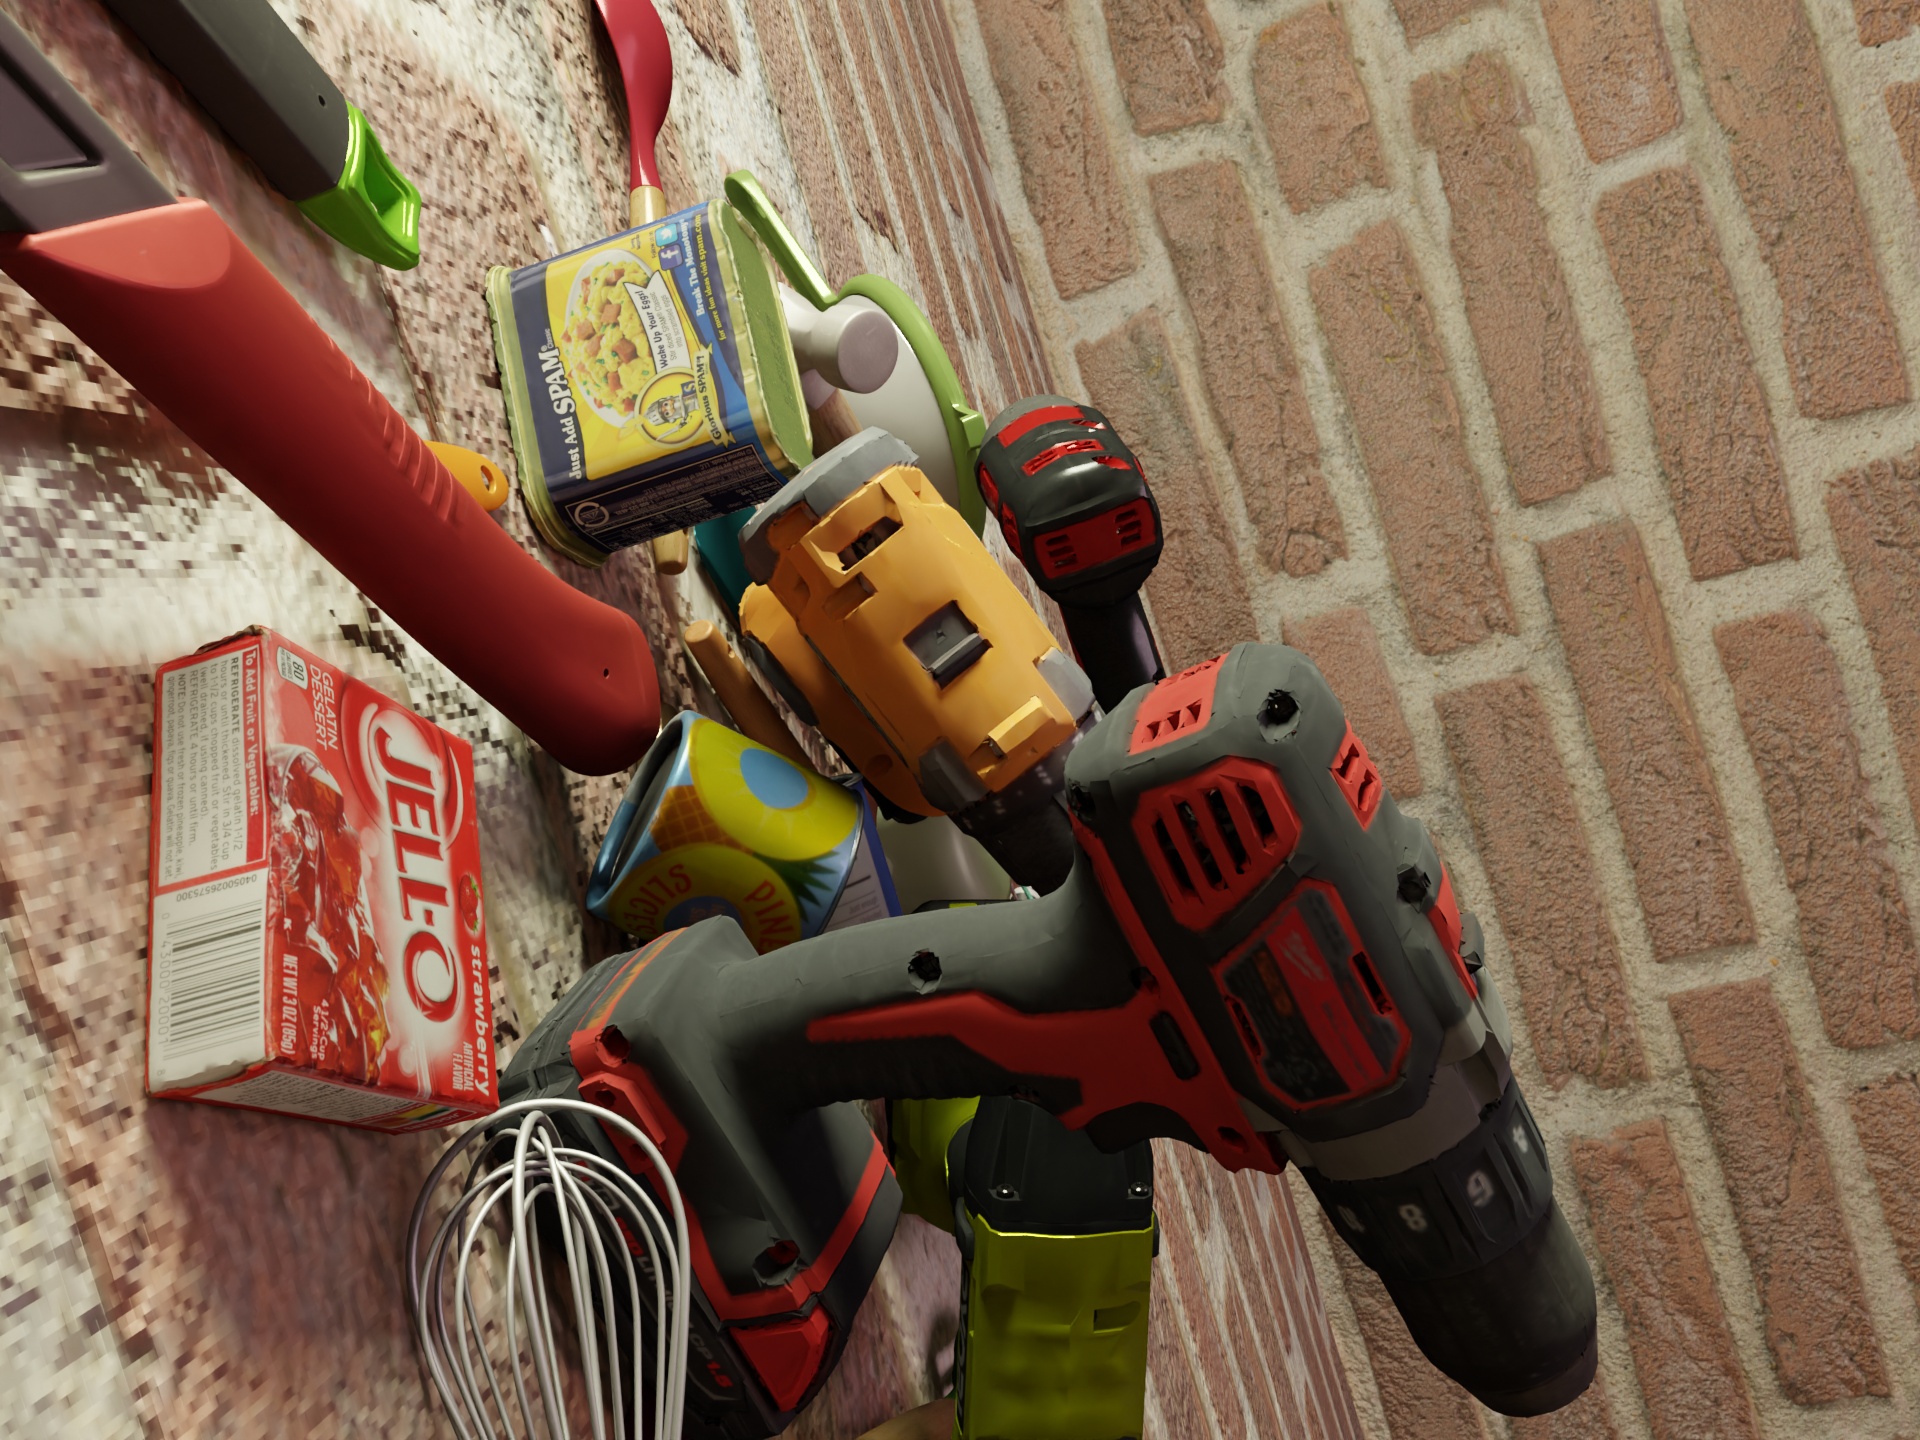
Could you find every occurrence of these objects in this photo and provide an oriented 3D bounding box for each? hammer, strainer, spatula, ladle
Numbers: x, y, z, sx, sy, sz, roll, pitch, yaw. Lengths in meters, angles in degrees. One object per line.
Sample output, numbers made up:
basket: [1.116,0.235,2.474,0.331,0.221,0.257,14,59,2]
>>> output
hammer: [-0.019,-0.066,0.724,0.130,0.031,0.331,24,-22,40]
strainer: [-0.078,-0.179,0.801,0.256,0.069,0.151,58,-21,20]
spatula: [-0.035,0.066,0.706,0.322,0.041,0.081,61,20,-44]
spatula: [-0.010,0.004,0.737,0.317,0.044,0.082,39,29,-24]
hammer: [-0.144,-0.063,0.306,0.358,0.037,0.149,64,39,-62]
ladle: [-0.130,-0.197,0.659,0.069,0.031,0.316,57,22,-63]

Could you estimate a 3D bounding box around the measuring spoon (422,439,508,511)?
measuring spoon: [-0.146,-0.068,0.426,0.117,0.011,0.021,-22,96,-79]

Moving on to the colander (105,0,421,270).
colander: [-0.182,-0.230,0.270,0.396,0.094,0.205,55,22,-58]

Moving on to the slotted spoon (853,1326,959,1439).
slotted spoon: [-0.011,0.246,0.555,0.313,0.031,0.070,51,24,-70]

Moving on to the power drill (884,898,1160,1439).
power drill: [0.020,0.146,0.555,0.223,0.080,0.171,-123,-146,-79]

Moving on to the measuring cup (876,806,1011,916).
measuring cup: [0.007,0.103,0.699,0.083,0.038,0.168,11,62,-69]

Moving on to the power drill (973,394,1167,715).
power drill: [0.063,-0.033,0.686,0.143,0.078,0.219,-110,180,-61]

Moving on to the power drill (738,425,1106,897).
power drill: [-0.001,-0.002,0.550,0.185,0.084,0.226,52,-5,-6]

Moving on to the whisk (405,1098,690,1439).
whisk: [-0.068,0.201,0.323,0.058,0.059,0.246,130,-51,-73]

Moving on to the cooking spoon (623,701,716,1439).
cooking spoon: [-0.080,0.130,0.450,0.068,0.017,0.319,50,25,-54]

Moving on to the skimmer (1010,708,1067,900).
skimmer: [0.017,0.064,0.991,0.127,0.090,0.364,66,24,-46]

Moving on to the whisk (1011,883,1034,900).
whisk: [0.030,0.076,0.852,0.051,0.047,0.245,44,12,-52]

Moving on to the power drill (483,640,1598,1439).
power drill: [0.023,0.103,0.381,0.187,0.226,0.080,61,24,-12]
